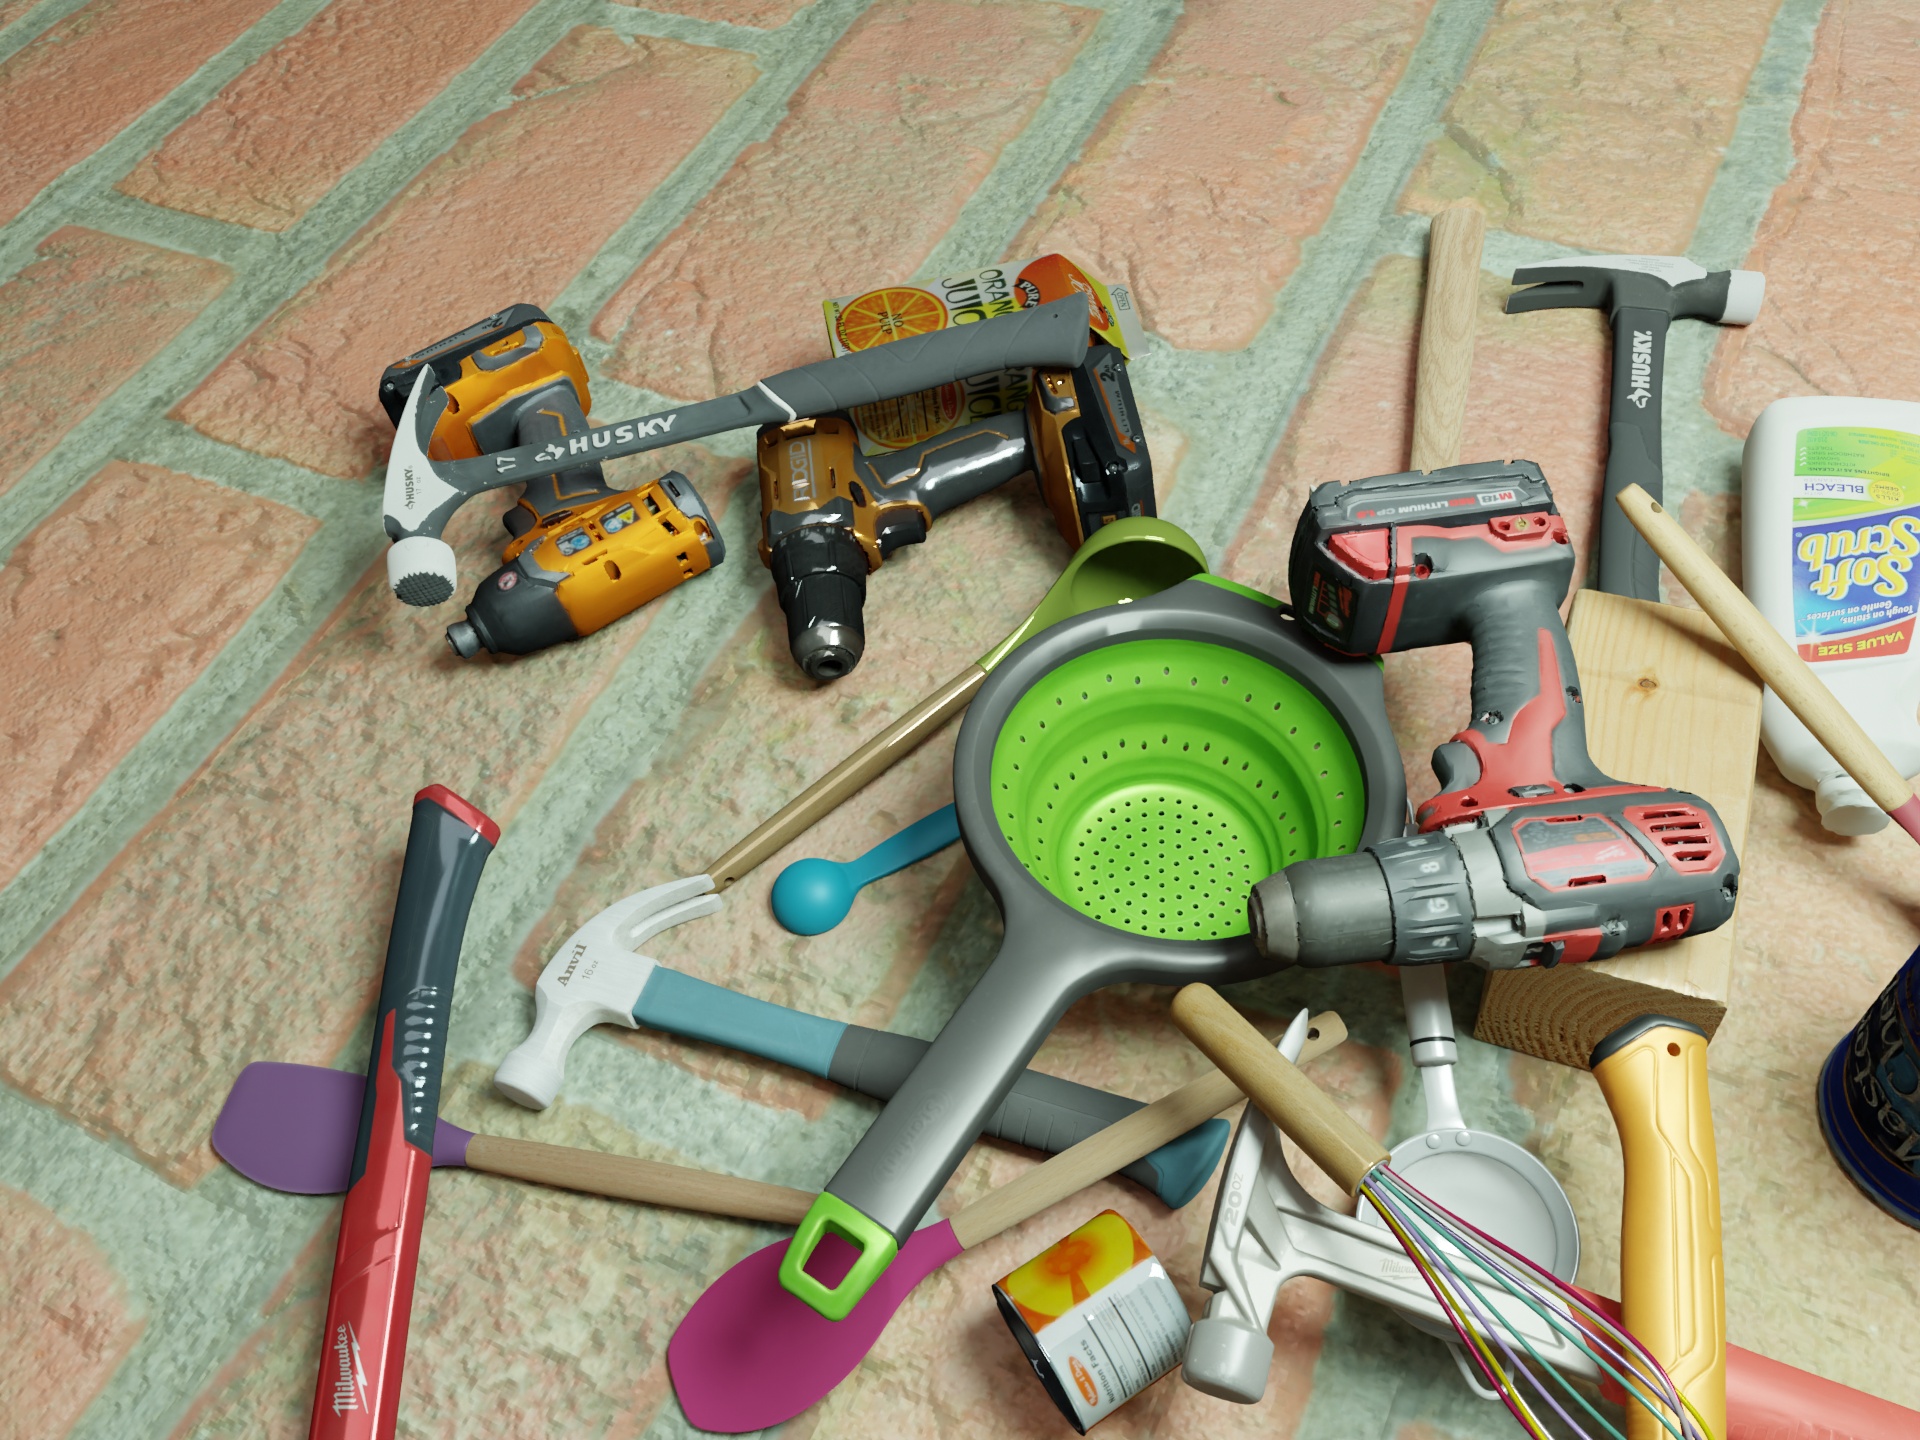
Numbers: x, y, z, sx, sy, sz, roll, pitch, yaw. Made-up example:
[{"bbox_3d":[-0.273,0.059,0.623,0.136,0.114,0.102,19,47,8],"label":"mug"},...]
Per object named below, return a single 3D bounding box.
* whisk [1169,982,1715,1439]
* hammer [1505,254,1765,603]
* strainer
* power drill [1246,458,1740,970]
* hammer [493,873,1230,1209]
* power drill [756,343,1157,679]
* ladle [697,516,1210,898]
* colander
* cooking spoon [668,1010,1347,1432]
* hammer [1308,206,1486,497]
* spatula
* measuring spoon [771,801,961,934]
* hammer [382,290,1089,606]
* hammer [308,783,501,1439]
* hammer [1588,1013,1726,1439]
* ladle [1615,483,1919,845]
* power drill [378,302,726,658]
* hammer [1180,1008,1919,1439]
[{"bbox_3d":[0.159,0.178,0.562,0.047,0.051,0.245,-43,54,-6],"label":"whisk"},{"bbox_3d":[0.378,-0.154,0.906,0.146,0.035,0.335,10,54,14],"label":"hammer"},{"bbox_3d":[0.204,0.150,0.677,0.087,0.050,0.259,-6,64,11],"label":"strainer"},{"bbox_3d":[0.200,0.003,0.679,0.188,0.080,0.227,-8,55,-1],"label":"power drill"},{"bbox_3d":[-0.043,0.158,0.732,0.331,0.033,0.128,13,57,16],"label":"hammer"},{"bbox_3d":[-0.004,-0.118,0.906,0.226,0.084,0.186,-11,53,4],"label":"power drill"},{"bbox_3d":[-0.001,-0.003,0.834,0.320,0.078,0.062,-38,49,-12],"label":"ladle"},{"bbox_3d":[0.053,0.103,0.713,0.205,0.094,0.397,28,59,20],"label":"colander"},{"bbox_3d":[0.021,0.204,0.669,0.319,0.017,0.069,-29,55,-1],"label":"cooking spoon"},{"bbox_3d":[0.287,-0.200,0.955,0.130,0.031,0.332,6,53,15],"label":"hammer"},{"bbox_3d":[-0.200,0.203,0.727,0.316,0.018,0.060,5,57,12],"label":"spatula"},{"bbox_3d":[-0.038,0.065,0.806,0.128,0.021,0.042,-28,55,-12],"label":"measuring spoon"},{"bbox_3d":[-0.124,-0.177,0.892,0.409,0.036,0.149,-14,61,0],"label":"hammer"},{"bbox_3d":[-0.267,0.204,0.703,0.143,0.038,0.387,-7,57,6],"label":"hammer"},{"bbox_3d":[0.250,0.264,0.536,0.127,0.034,0.337,9,61,4],"label":"hammer"},{"bbox_3d":[0.400,0.016,0.707,0.069,0.031,0.315,-38,86,-33],"label":"ladle"},{"bbox_3d":[-0.262,-0.137,0.952,0.164,0.084,0.227,-31,59,-13],"label":"power drill"},{"bbox_3d":[0.270,0.235,0.593,0.359,0.036,0.149,18,62,8],"label":"hammer"}]
